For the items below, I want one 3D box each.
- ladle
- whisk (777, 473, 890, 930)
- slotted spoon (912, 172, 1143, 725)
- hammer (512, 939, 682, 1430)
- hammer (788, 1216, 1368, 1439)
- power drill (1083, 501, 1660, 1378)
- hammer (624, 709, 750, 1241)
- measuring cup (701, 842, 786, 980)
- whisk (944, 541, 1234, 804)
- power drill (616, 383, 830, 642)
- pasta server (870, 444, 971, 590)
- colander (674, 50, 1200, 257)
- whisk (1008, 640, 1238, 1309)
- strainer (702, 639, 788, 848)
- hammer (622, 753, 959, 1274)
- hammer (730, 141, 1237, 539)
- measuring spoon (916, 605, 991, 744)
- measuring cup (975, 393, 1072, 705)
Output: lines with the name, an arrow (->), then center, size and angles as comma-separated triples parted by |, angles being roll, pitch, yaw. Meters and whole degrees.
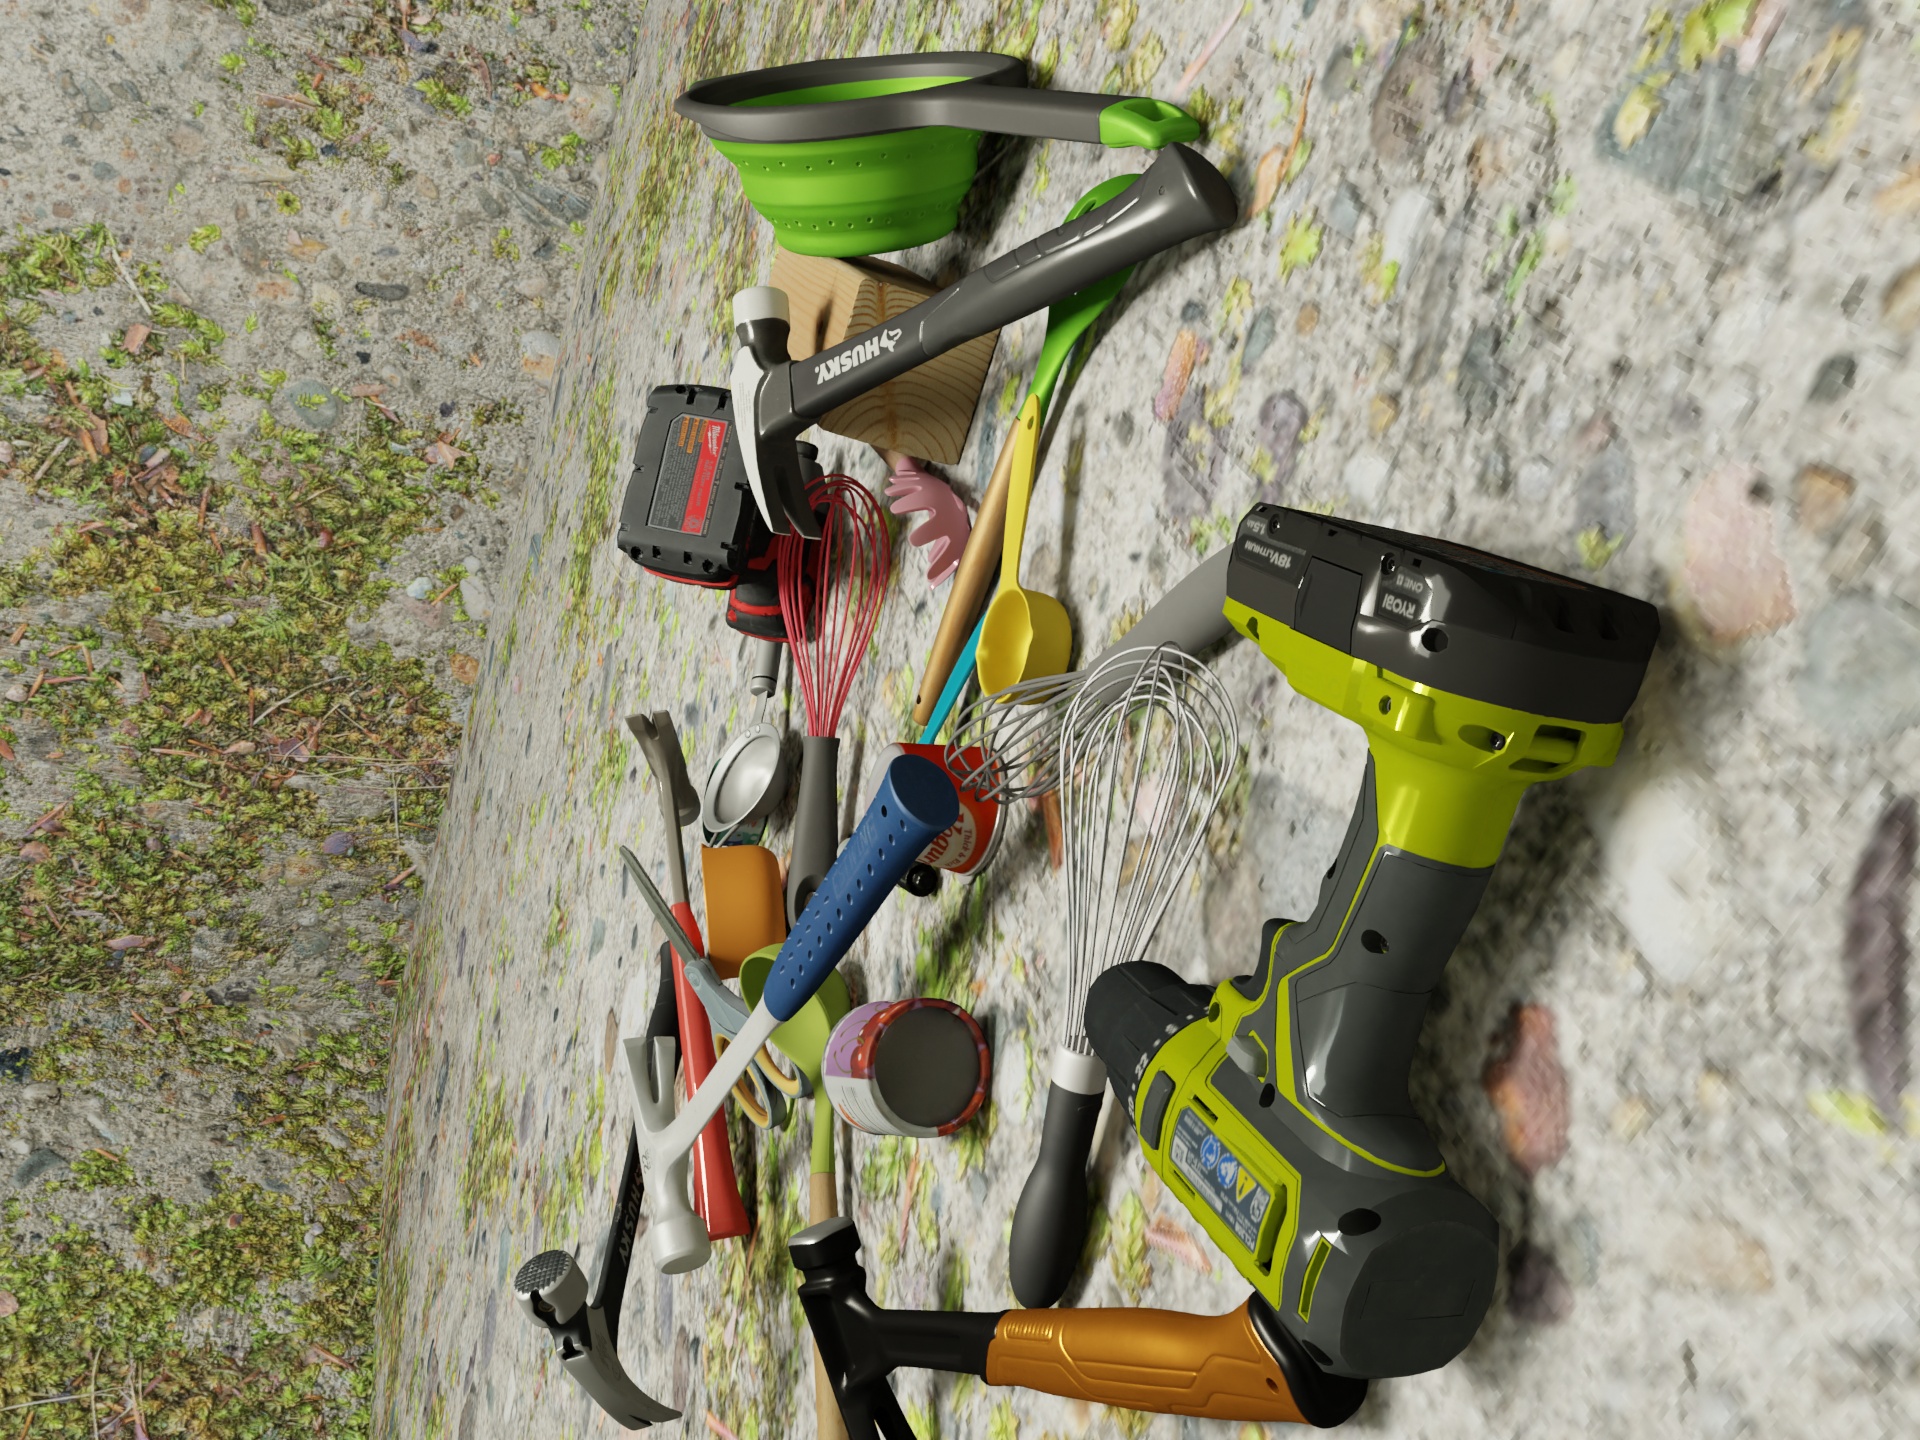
ladle -> -0.086, 0.278, 0.878 | 0.078, 0.062, 0.320 | -43, 45, 50
whisk -> -0.085, -0.009, 0.994 | 0.073, 0.073, 0.296 | 175, 99, -66
slotted spoon -> 0.028, -0.131, 0.825 | 0.070, 0.031, 0.313 | 58, 134, 51
hammer -> -0.207, 0.276, 1.057 | 0.409, 0.036, 0.149 | -93, -17, -64
hammer -> 0.031, 0.251, 0.615 | 0.337, 0.034, 0.127 | -30, 78, 54
power drill -> 0.109, 0.054, 0.498 | 0.191, 0.080, 0.228 | -139, 60, -63
hammer -> -0.188, 0.174, 1.100 | 0.149, 0.036, 0.359 | 88, 171, -62
measuring cup -> -0.146, 0.135, 1.091 | 0.173, 0.052, 0.095 | 112, 152, -76
whisk -> 0.062, -0.020, 0.676 | 0.239, 0.055, 0.055 | -40, 45, 50
power drill -> -0.139, -0.137, 1.045 | 0.219, 0.078, 0.143 | 35, -113, -77
pasta server -> -0.046, -0.162, 0.993 | 0.060, 0.040, 0.316 | 63, 177, -30
colander -> -0.013, -0.303, 0.878 | 0.397, 0.204, 0.094 | 31, 136, 48
whisk -> 0.054, 0.107, 0.631 | 0.070, 0.070, 0.284 | -145, 63, -65
strainer -> -0.141, -0.016, 1.148 | 0.087, 0.050, 0.259 | -22, 53, 43
hammer -> -0.104, 0.151, 0.857 | 0.405, 0.035, 0.144 | -55, 43, 41
hammer -> -0.004, -0.195, 0.790 | 0.335, 0.035, 0.146 | -13, 79, 45
measuring spoon -> -0.001, -0.003, 0.857 | 0.128, 0.021, 0.042 | -63, 19, 13
measuring cup -> 0.037, -0.083, 0.777 | 0.062, 0.029, 0.156 | 164, 114, -64
